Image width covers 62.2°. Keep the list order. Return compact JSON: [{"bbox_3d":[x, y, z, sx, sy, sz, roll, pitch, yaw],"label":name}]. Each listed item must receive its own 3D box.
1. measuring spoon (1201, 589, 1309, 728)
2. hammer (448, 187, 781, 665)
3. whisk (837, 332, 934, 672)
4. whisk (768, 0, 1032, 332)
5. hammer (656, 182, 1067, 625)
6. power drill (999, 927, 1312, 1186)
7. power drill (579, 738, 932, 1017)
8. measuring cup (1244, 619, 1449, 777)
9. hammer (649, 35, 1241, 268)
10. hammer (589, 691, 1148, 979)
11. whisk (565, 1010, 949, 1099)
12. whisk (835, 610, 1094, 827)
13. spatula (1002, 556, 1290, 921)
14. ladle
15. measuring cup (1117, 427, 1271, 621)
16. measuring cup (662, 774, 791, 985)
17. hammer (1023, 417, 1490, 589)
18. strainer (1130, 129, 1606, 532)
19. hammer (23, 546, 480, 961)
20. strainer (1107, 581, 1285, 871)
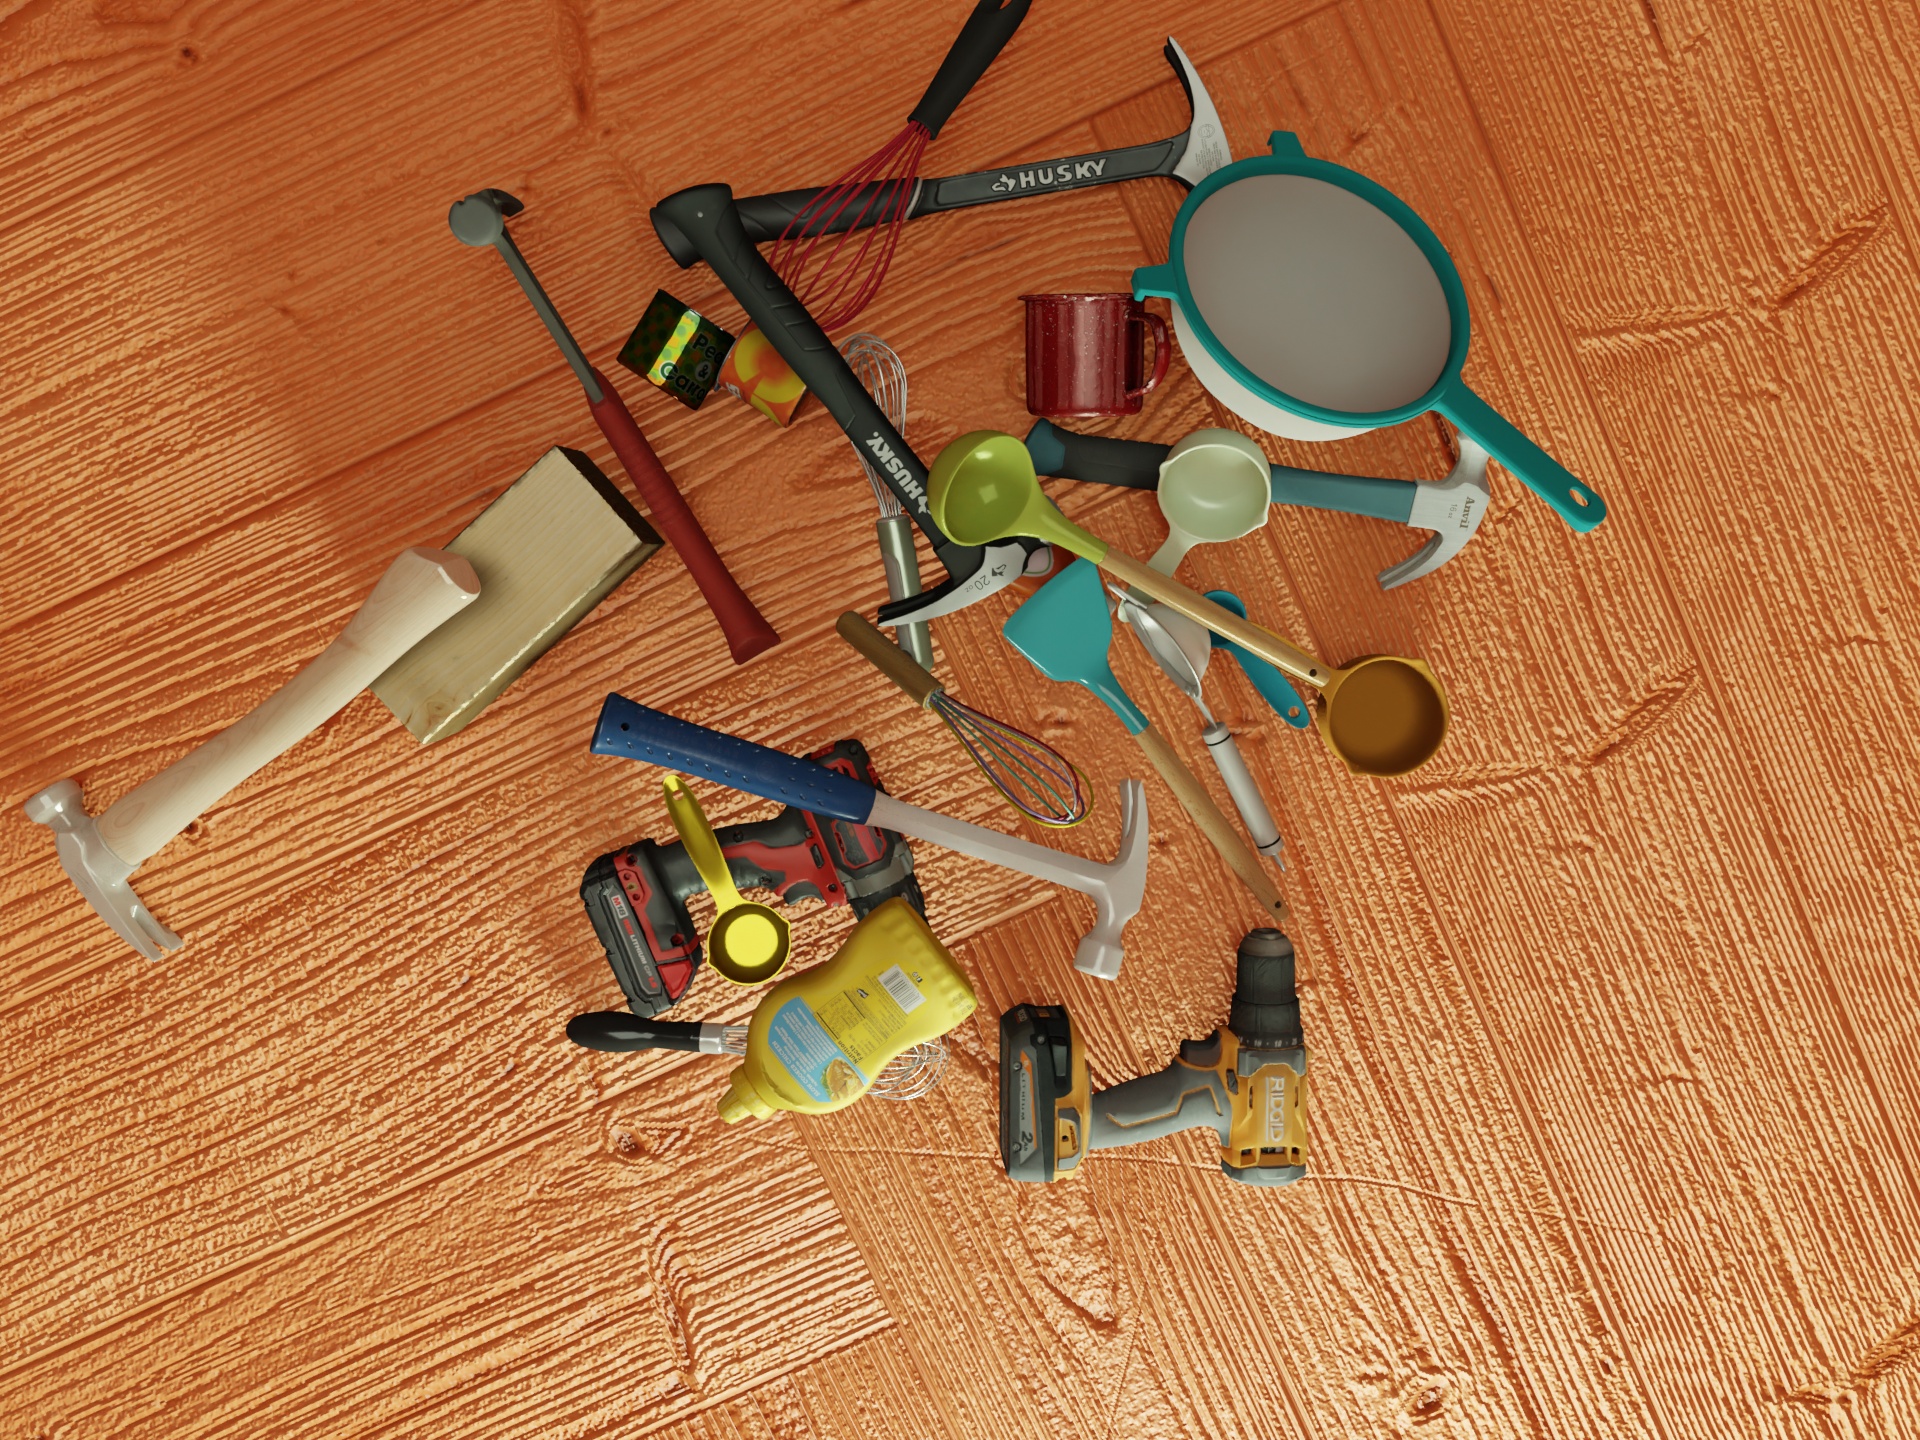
[{"bbox_3d":[0.213,-0.044,1.163,0.042,0.021,0.128,-40,104,8],"label":"measuring spoon"},{"bbox_3d":[-0.233,-0.199,1.105,0.036,0.149,0.359,-30,107,3],"label":"hammer"},{"bbox_3d":[-0.050,-0.151,1.131,0.059,0.058,0.246,-17,102,-34],"label":"whisk"},{"bbox_3d":[-0.036,-0.382,1.071,0.073,0.073,0.296,34,88,-4],"label":"whisk"},{"bbox_3d":[-0.081,-0.210,1.051,0.146,0.035,0.334,-35,110,13],"label":"hammer"},{"bbox_3d":[0.144,0.245,1.158,0.226,0.084,0.185,0,95,-5],"label":"power drill"},{"bbox_3d":[-0.137,0.136,1.146,0.226,0.080,0.188,-23,96,-1],"label":"power drill"},{"bbox_3d":[0.265,-0.026,1.145,0.173,0.052,0.095,31,95,-2],"label":"measuring cup"},{"bbox_3d":[-0.014,-0.374,1.114,0.409,0.036,0.149,-8,95,0],"label":"hammer"},{"bbox_3d":[-0.051,0.057,1.100,0.405,0.035,0.144,19,83,-17],"label":"hammer"},{"bbox_3d":[-0.150,0.234,1.167,0.284,0.070,0.070,3,96,4],"label":"whisk"},{"bbox_3d":[0.000,-0.004,1.098,0.245,0.051,0.047,40,90,28],"label":"whisk"},{"bbox_3d":[0.147,0.027,1.135,0.082,0.044,0.317,-41,104,-9],"label":"spatula"},{"bbox_3d":[0.120,-0.096,1.059,0.320,0.062,0.078,27,101,-15],"label":"ladle"},{"bbox_3d":[0.156,-0.135,1.116,0.083,0.038,0.167,27,131,-8],"label":"measuring cup"},{"bbox_3d":[-0.166,0.109,1.097,0.062,0.029,0.156,-26,84,-5],"label":"measuring cup"},{"bbox_3d":[0.204,-0.172,1.127,0.331,0.033,0.128,8,113,3],"label":"hammer"},{"bbox_3d":[0.273,-0.225,1.063,0.340,0.095,0.211,40,63,2],"label":"strainer"},{"bbox_3d":[-0.471,0.017,1.084,0.410,0.038,0.146,-32,97,22],"label":"hammer"},{"bbox_3d":[0.181,0.001,1.142,0.050,0.087,0.258,-30,107,-6],"label":"strainer"}]
